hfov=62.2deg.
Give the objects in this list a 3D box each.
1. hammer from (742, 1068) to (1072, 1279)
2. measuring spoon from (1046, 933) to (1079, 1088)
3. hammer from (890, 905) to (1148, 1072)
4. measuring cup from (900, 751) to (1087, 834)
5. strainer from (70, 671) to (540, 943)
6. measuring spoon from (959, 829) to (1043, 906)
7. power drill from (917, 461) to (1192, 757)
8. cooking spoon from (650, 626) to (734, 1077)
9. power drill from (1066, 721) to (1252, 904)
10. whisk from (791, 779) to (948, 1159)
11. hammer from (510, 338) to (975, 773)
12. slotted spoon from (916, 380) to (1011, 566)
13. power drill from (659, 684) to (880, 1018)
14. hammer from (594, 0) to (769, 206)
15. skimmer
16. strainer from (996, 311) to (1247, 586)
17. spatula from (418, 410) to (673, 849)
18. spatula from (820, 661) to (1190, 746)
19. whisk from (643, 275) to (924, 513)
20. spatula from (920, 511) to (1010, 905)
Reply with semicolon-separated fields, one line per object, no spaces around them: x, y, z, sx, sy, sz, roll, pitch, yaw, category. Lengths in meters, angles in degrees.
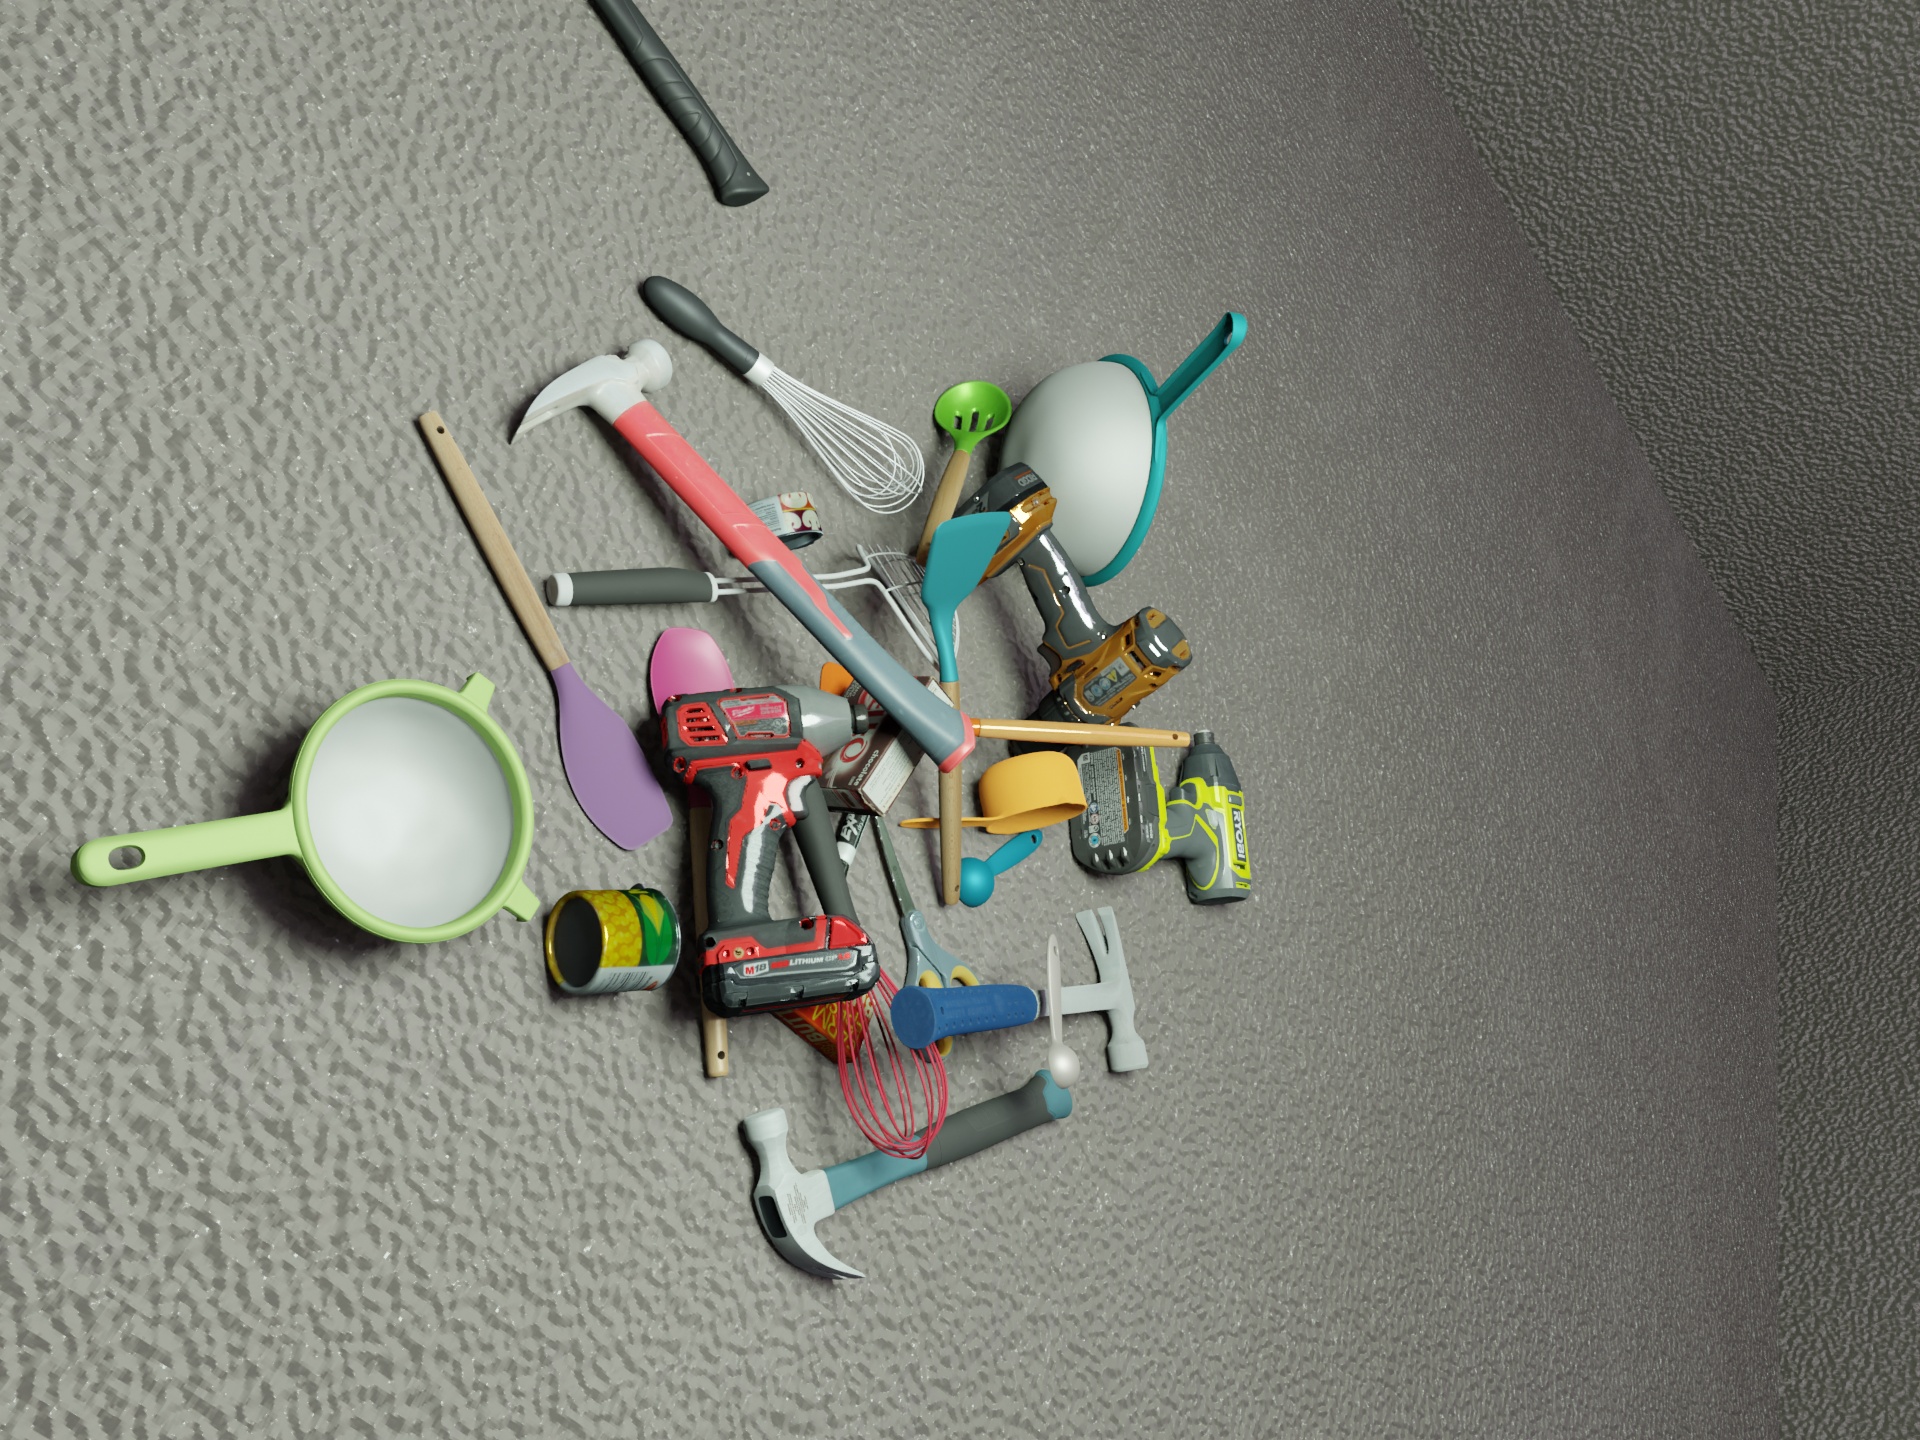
-0.024;0.319;1.193;0.331;0.033;0.128;-6;80;-50;hammer
0.079;0.222;1.225;0.034;0.018;0.124;42;39;-51;measuring spoon
0.055;0.216;1.244;0.405;0.035;0.144;15;62;-63;hammer
0.023;0.060;1.323;0.173;0.095;0.052;-1;71;-30;measuring cup
-0.360;0.062;0.875;0.256;0.069;0.151;-10;86;-50;strainer
0.040;0.118;1.351;0.128;0.021;0.042;-30;99;-48;measuring spoon
0.063;-0.083;1.367;0.226;0.185;0.084;50;31;1;power drill
-0.181;0.087;1.112;0.068;0.017;0.319;6;71;-39;cooking spoon
0.196;0.079;1.509;0.223;0.080;0.171;15;65;-50;power drill
-0.076;0.167;1.134;0.073;0.073;0.296;-5;72;-50;whisk
-0.140;-0.103;1.125;0.386;0.038;0.143;46;45;-1;hammer
-0.006;-0.212;1.351;0.314;0.070;0.031;-75;168;-54;slotted spoon
-0.121;0.082;1.077;0.143;0.078;0.220;-6;75;-14;power drill
-0.261;-0.554;1.253;0.334;0.035;0.146;53;44;-22;hammer
-0.146;-0.081;1.200;0.363;0.090;0.127;-5;52;-39;skimmer
0.117;-0.253;1.372;0.095;0.340;0.211;5;66;-25;strainer
-0.280;-0.058;1.054;0.060;0.018;0.316;-33;102;-39;spatula
0.040;0.005;1.303;0.322;0.041;0.081;3;71;-15;spatula
-0.136;-0.262;1.271;0.284;0.070;0.070;36;51;-30;whisk
-0.002;-0.004;1.237;0.082;0.044;0.317;-16;111;-45;spatula
